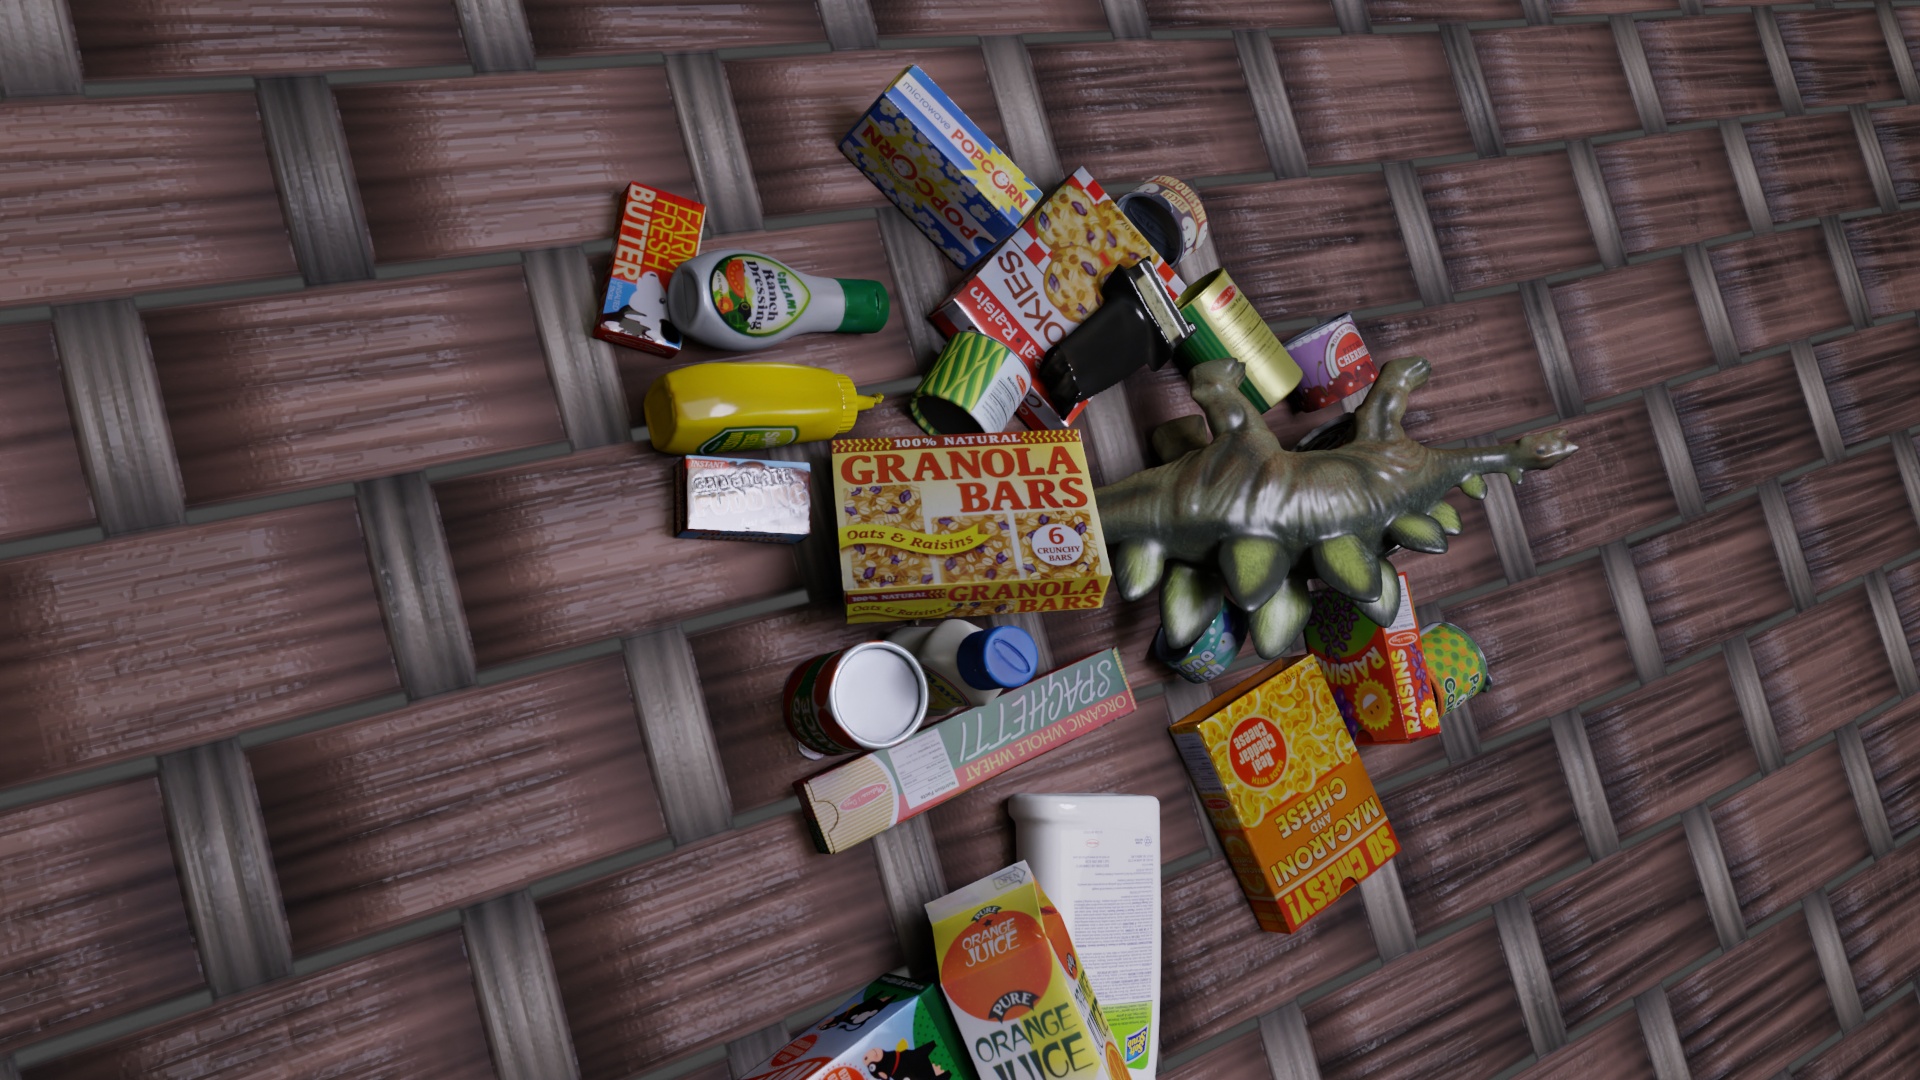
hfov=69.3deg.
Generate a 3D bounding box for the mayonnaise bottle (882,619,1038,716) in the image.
[{"bbox_3d":[-0.003,0.078,0.862,0.064,0.147,0.041,42,66,-14],"label":"mayonnaise bottle"}]

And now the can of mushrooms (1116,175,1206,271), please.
[{"bbox_3d":[0.152,-0.241,1.052,0.033,0.071,0.071,-39,98,-29],"label":"can of mushrooms"}]

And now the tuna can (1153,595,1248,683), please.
[{"bbox_3d":[0.173,0.070,0.999,0.033,0.071,0.071,37,66,-16],"label":"tuna can"}]

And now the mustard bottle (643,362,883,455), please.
[{"bbox_3d":[-0.117,-0.086,0.888,0.161,0.065,0.049,-7,77,-31],"label":"mustard bottle"}]

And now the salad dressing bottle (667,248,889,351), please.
[{"bbox_3d":[-0.114,-0.154,0.900,0.148,0.044,0.064,-6,87,-41],"label":"salad dressing bottle"}]

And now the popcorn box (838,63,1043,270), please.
[{"bbox_3d":[-0.015,-0.256,0.962,0.126,0.085,0.038,43,64,-13],"label":"popcorn box"}]

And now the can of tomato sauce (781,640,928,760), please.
[{"bbox_3d":[-0.067,0.100,0.862,0.071,0.083,0.071,6,77,-26],"label":"can of tomato sauce"}]

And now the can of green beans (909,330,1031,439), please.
[{"bbox_3d":[0.006,-0.100,0.951,0.071,0.071,0.058,39,66,-15],"label":"can of green beans"}]

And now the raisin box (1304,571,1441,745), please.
[{"bbox_3d":[0.308,0.092,1.053,0.040,0.086,0.123,-7,83,-30],"label":"raisin box"}]

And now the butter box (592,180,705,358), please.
[{"bbox_3d":[-0.197,-0.172,0.886,0.053,0.024,0.104,14,74,-25],"label":"butter box"}]

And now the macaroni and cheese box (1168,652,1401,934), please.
[{"bbox_3d":[0.242,0.185,1.026,0.124,0.040,0.166,-26,92,-28],"label":"macaroni and cheese box"}]

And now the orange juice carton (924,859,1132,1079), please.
[{"bbox_3d":[0.047,0.297,0.842,0.072,0.073,0.193,-25,83,7],"label":"orange juice carton"}]

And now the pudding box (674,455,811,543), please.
[{"bbox_3d":[-0.138,-0.026,0.883,0.084,0.030,0.050,3,77,-27],"label":"pudding box"}]

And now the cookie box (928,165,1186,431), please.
[{"bbox_3d":[0.074,-0.174,1.016,0.123,0.040,0.168,47,62,-12],"label":"cookie box"}]

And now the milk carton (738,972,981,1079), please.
[{"bbox_3d":[-0.088,0.340,0.808,0.191,0.072,0.073,-29,94,-28],"label":"milk carton"}]

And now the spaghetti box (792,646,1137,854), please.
[{"bbox_3d":[0.009,0.136,0.924,0.251,0.028,0.050,-20,89,-29],"label":"spaghetti box"}]

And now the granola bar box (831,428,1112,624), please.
[{"bbox_3d":[0.003,-0.011,0.891,0.166,0.038,0.125,-3,53,-7],"label":"granola bar box"}]

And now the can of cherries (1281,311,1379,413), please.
[{"bbox_3d":[0.292,-0.142,1.102,0.072,0.071,0.058,-29,94,-28],"label":"can of cherries"}]

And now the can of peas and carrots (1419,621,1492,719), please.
[{"bbox_3d":[0.370,0.107,1.091,0.059,0.071,0.071,-25,92,-28],"label":"can of peas and carrots"}]

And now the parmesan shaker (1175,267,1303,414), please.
[{"bbox_3d":[0.203,-0.146,1.061,0.071,0.071,0.103,-45,102,-27],"label":"parmesan shaker"}]
